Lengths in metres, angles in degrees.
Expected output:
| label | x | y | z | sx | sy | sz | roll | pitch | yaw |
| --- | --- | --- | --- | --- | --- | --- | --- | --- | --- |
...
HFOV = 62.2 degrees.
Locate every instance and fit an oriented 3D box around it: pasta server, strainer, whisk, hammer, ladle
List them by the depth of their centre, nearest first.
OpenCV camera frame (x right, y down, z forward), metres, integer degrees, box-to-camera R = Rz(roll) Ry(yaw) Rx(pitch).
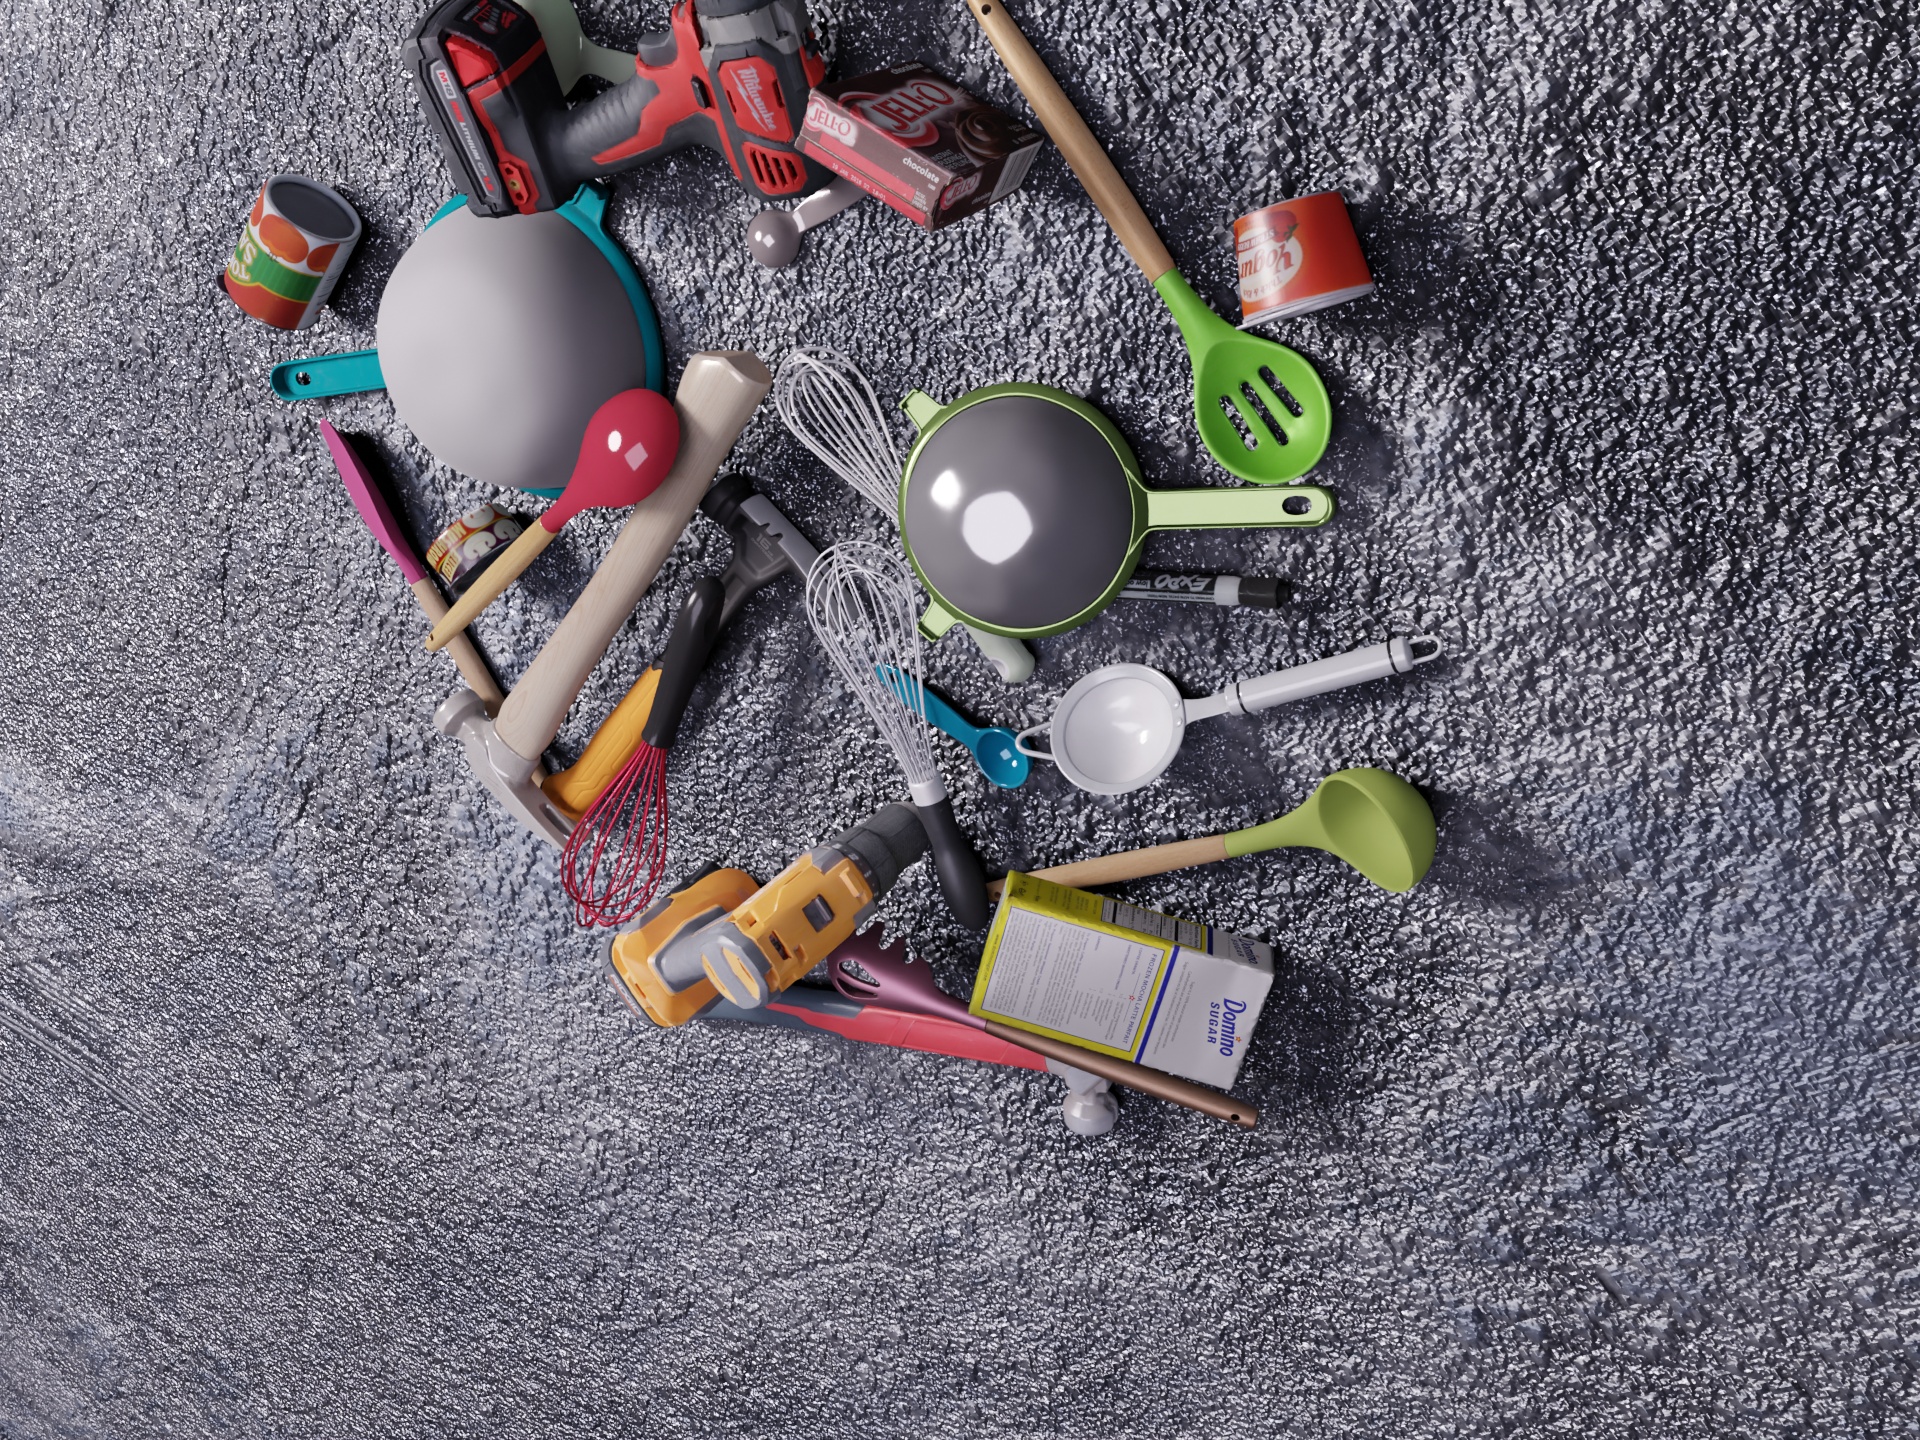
| label | x | y | z | sx | sy | sz | roll | pitch | yaw |
| --- | --- | --- | --- | --- | --- | --- | --- | --- | --- |
| strainer | 0.078 | -0.114 | 0.893 | 0.256 | 0.069 | 0.151 | 1 | 105 | 17 |
| strainer | 0.157 | -0.009 | 0.940 | 0.258 | 0.050 | 0.087 | -16 | 61 | 26 |
| whisk | -0.030 | -0.125 | 0.982 | 0.246 | 0.059 | 0.058 | 54 | 161 | -9 |
| ladle | 0.139 | 0.088 | 0.985 | 0.320 | 0.062 | 0.078 | -15 | 109 | 34 |
| whisk | -0.032 | 0.016 | 1.023 | 0.070 | 0.070 | 0.284 | -7 | 113 | 29 |
| ladle | -0.283 | -0.119 | 1.054 | 0.315 | 0.031 | 0.069 | -33 | 73 | 40 |
| pasta server | 0.047 | 0.206 | 1.062 | 0.316 | 0.040 | 0.060 | 17 | 117 | 16 |
| strainer | -0.363 | -0.237 | 1.066 | 0.340 | 0.095 | 0.211 | -1 | 112 | 26 |
| hammer | -0.229 | -0.077 | 1.069 | 0.146 | 0.038 | 0.410 | 45 | 125 | 7 |
| whisk | -0.214 | 0.029 | 1.095 | 0.073 | 0.073 | 0.295 | 30 | 117 | 12 |
| hammer | -0.205 | -0.020 | 1.124 | 0.127 | 0.034 | 0.336 | 46 | 125 | 2 |
| hammer | -0.074 | 0.203 | 1.157 | 0.386 | 0.038 | 0.143 | 4 | 113 | 26 |

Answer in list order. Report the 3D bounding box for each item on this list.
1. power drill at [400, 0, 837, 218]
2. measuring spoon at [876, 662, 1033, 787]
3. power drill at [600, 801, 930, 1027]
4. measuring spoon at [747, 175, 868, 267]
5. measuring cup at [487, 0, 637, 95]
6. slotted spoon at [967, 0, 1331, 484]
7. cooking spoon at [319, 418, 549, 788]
| label | x | y | z | sx | sy | sz | roll | pitch | yaw |
| --- | --- | --- | --- | --- | --- | --- | --- | --- | --- |
| power drill | -0.190 | -0.376 | 0.886 | 0.227 | 0.080 | 0.187 | 0 | 133 | 17 |
| measuring spoon | -0.002 | -0.003 | 1.041 | 0.129 | 0.021 | 0.042 | 36 | 132 | 19 |
| power drill | -0.131 | 0.130 | 1.096 | 0.226 | 0.185 | 0.084 | -22 | 103 | 52 |
| measuring spoon | -0.081 | -0.305 | 0.936 | 0.124 | 0.018 | 0.034 | -24 | 100 | 33 |
| measuring cup | -0.233 | -0.397 | 0.957 | 0.168 | 0.038 | 0.083 | 24 | 121 | 18 |
| slotted spoon | 0.098 | -0.263 | 0.859 | 0.070 | 0.031 | 0.314 | -34 | 93 | 18 |
| cooking spoon | -0.393 | -0.082 | 1.195 | 0.318 | 0.017 | 0.069 | 62 | 155 | -11 |
